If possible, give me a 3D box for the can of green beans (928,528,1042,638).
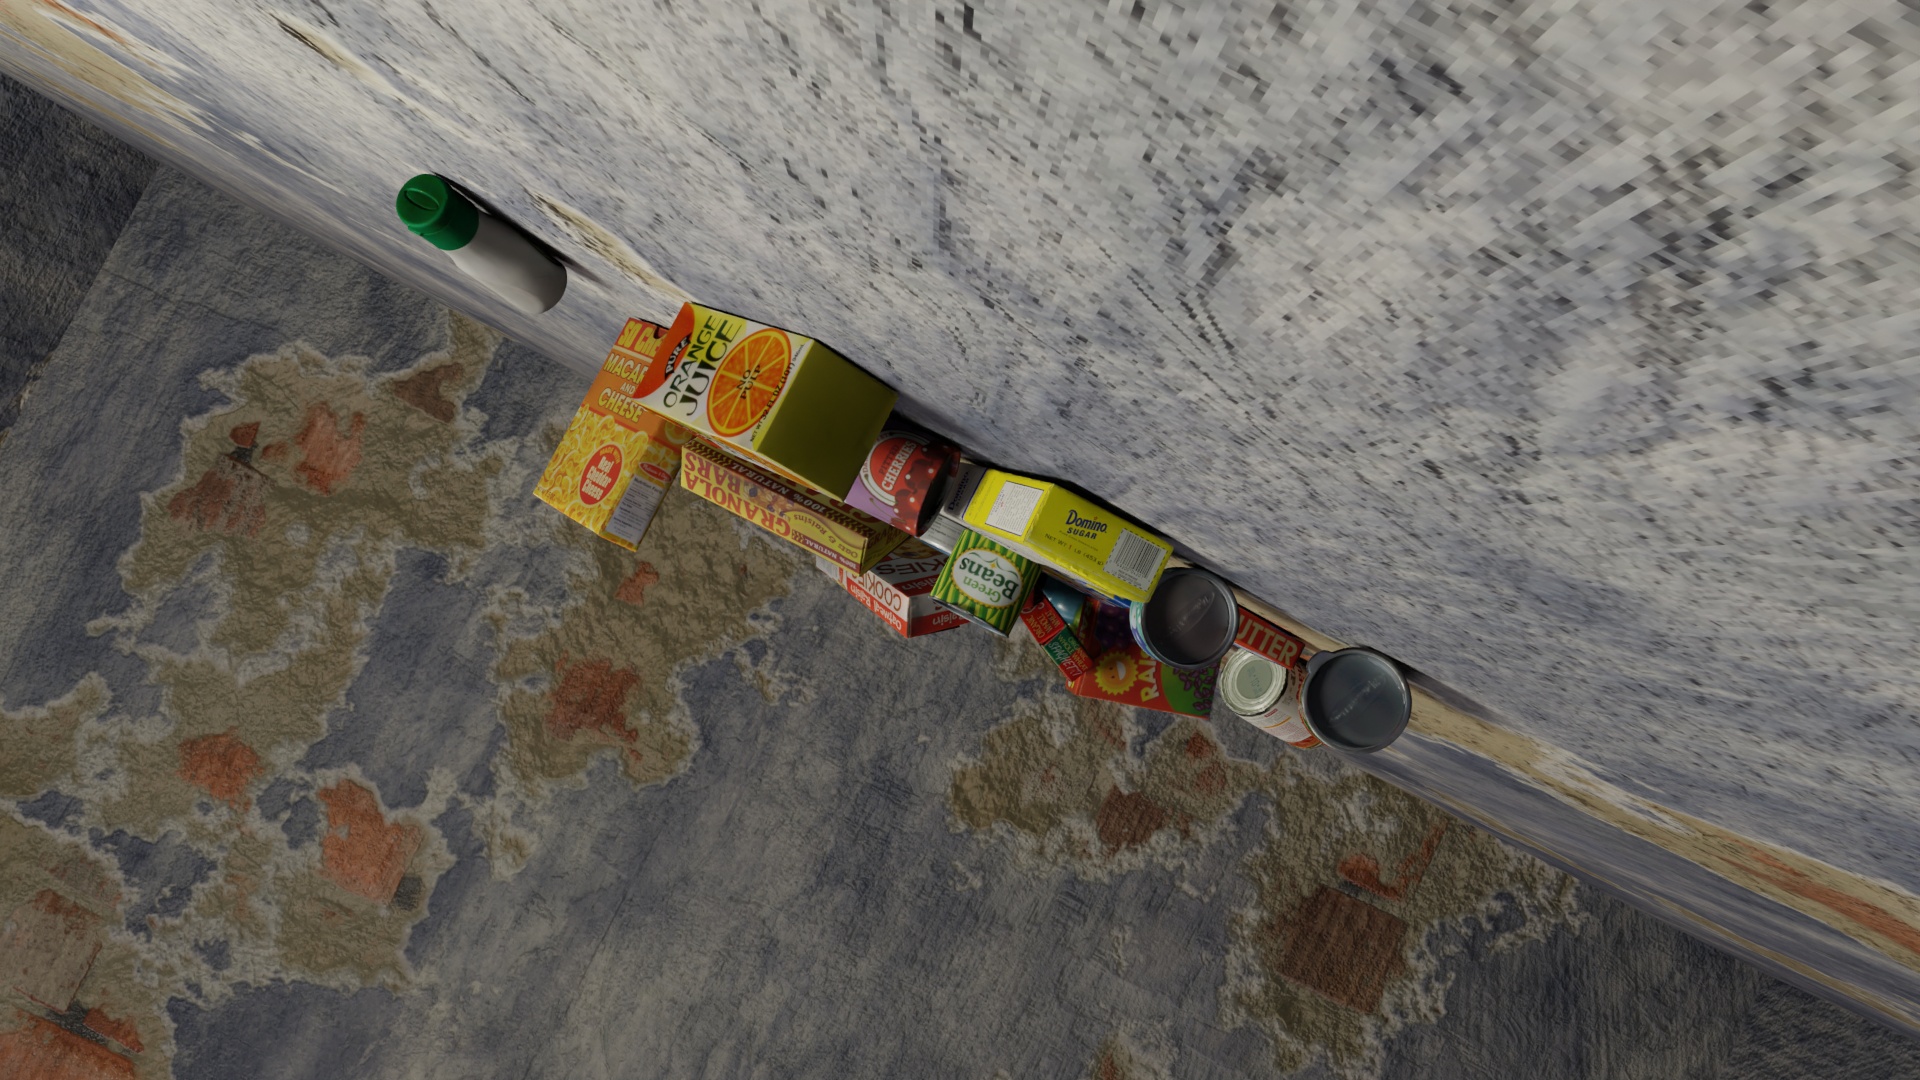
[{"bbox_3d":[0.019,0.031,1.014,0.071,0.058,0.071,27,174,3],"label":"can of green beans"}]

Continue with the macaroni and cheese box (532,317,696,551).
[{"bbox_3d":[-0.258,-0.087,1.093,0.124,0.166,0.040,23,174,46],"label":"macaroni and cheese box"}]

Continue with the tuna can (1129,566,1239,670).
[{"bbox_3d":[0.144,0.048,0.906,0.071,0.071,0.033,27,177,-7],"label":"tuna can"}]

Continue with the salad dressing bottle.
[{"bbox_3d":[-0.317,-0.196,0.926,0.064,0.044,0.147,28,176,15],"label":"salad dressing bottle"}]

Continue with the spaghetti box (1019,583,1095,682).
[{"bbox_3d":[0.056,0.046,1.236,0.050,0.028,0.251,52,-178,-27],"label":"spaghetti box"}]

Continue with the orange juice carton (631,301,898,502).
[{"bbox_3d":[-0.131,-0.090,0.839,0.073,0.072,0.193,31,175,-42],"label":"orange juice carton"}]

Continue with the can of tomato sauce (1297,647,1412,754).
[{"bbox_3d":[0.253,0.104,0.905,0.071,0.071,0.083,26,177,14],"label":"can of tomato sauce"}]

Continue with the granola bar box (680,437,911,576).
[{"bbox_3d":[-0.108,-0.047,1.051,0.166,0.038,0.125,26,-143,19],"label":"granola bar box"}]

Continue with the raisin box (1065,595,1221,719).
[{"bbox_3d":[0.160,0.100,1.195,0.123,0.086,0.040,12,-178,-13],"label":"raisin box"}]

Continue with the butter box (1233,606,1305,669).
[{"bbox_3d":[0.199,0.061,1.029,0.103,0.024,0.053,28,178,-19],"label":"butter box"}]

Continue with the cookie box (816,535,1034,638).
[{"bbox_3d":[-0.032,0.023,1.188,0.123,0.040,0.168,-13,-154,-29],"label":"cookie box"}]

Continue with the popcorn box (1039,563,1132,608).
[{"bbox_3d":[0.075,0.007,1.050,0.127,0.038,0.085,27,176,-5],"label":"popcorn box"}]

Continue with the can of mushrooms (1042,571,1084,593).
[{"bbox_3d":[0.090,0.018,1.168,0.071,0.033,0.071,27,178,1],"label":"can of mushrooms"}]

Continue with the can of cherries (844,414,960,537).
[{"bbox_3d":[-0.039,-0.043,0.907,0.058,0.071,0.071,26,177,11],"label":"can of cherries"}]

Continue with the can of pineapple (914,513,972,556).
[{"bbox_3d":[0.004,-0.014,1.121,0.071,0.058,0.071,27,177,2],"label":"can of pineapple"}]
